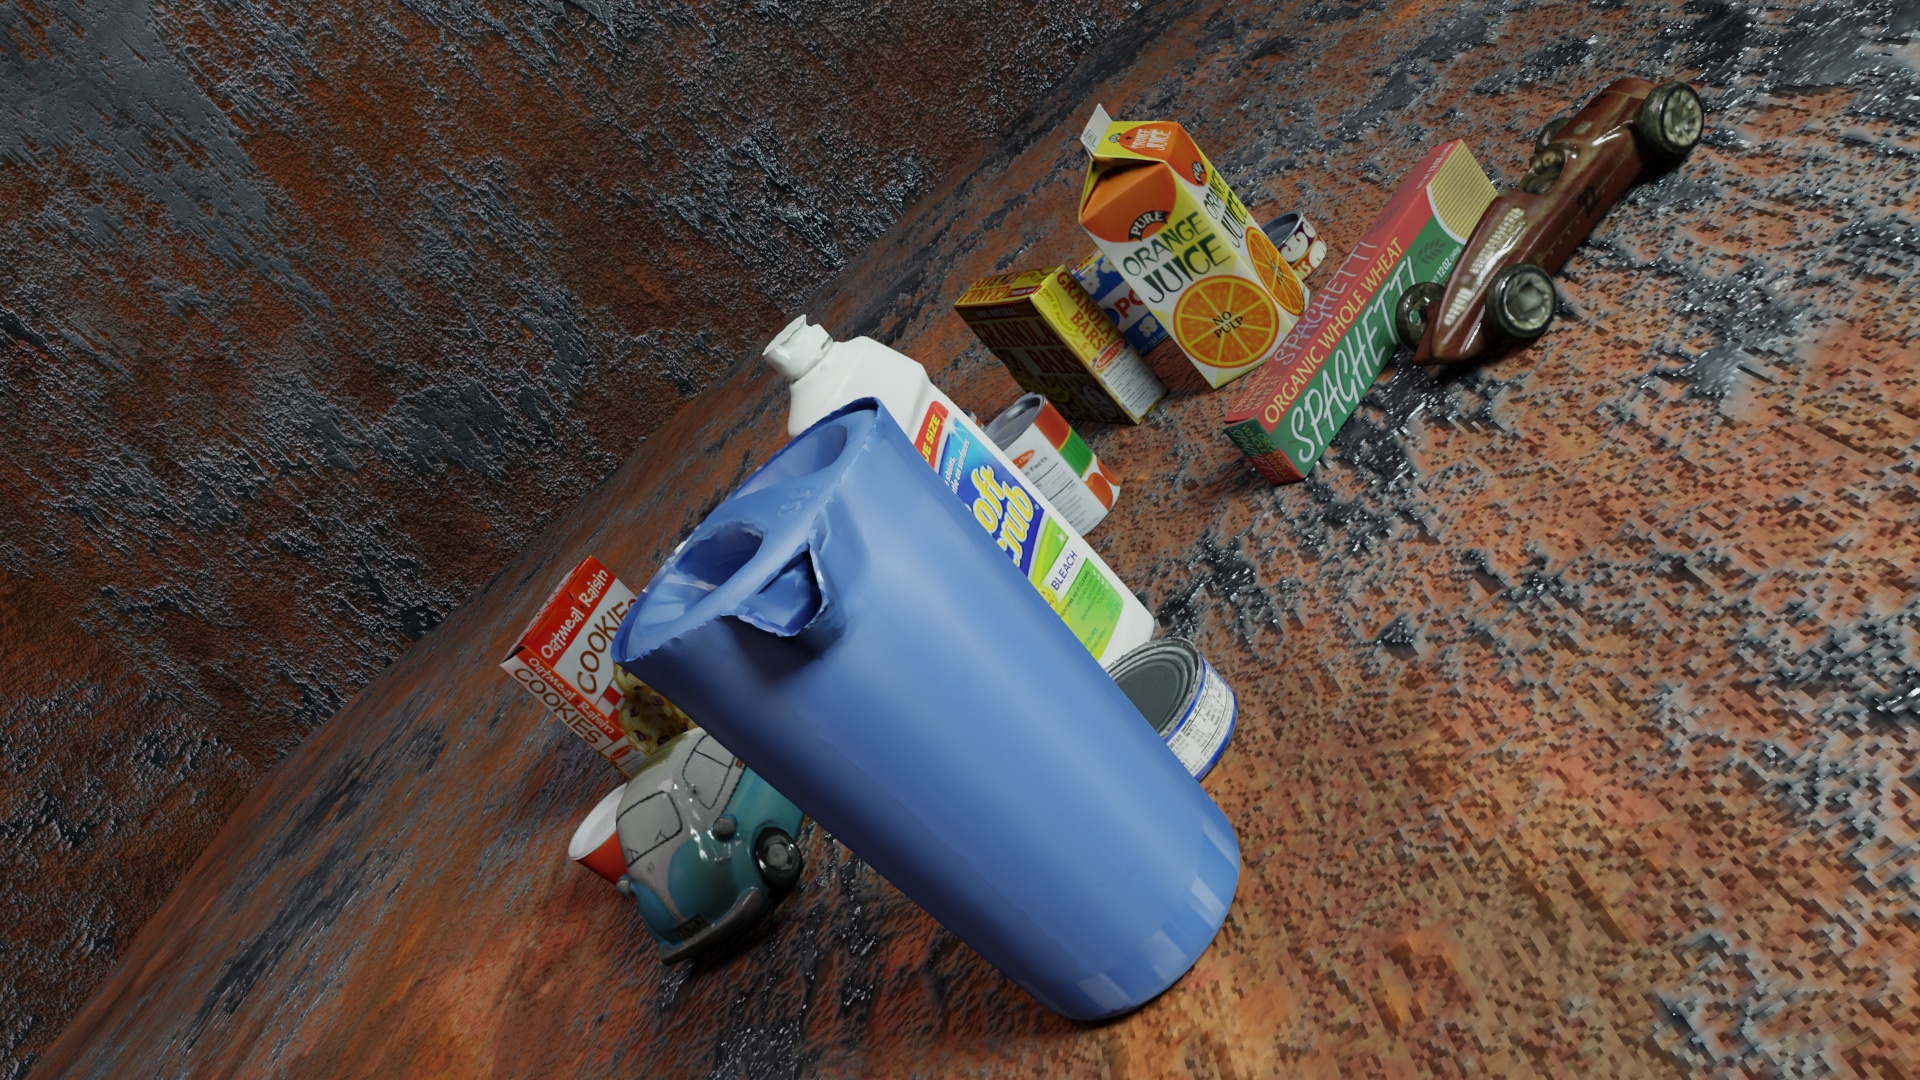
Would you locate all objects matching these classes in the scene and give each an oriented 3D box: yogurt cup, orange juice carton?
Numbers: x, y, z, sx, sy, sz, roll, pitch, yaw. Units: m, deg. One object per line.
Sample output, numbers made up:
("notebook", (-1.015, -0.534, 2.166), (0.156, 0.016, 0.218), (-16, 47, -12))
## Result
("yogurt cup", (-0.239, 0.216, 0.998), (0.072, 0.054, 0.073), (-38, 19, 16))
("orange juice carton", (0.144, -0.201, 0.915), (0.072, 0.192, 0.072), (-31, 22, 33))

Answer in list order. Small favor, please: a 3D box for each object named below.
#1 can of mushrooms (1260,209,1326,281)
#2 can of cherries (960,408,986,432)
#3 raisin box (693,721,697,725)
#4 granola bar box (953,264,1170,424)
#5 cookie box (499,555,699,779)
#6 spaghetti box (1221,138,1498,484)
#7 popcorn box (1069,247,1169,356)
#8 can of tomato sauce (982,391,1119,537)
("can of mushrooms", (0.227, -0.203, 1.000), (0.071, 0.033, 0.071), (-38, 19, 16))
("can of cherries", (-0.001, -0.062, 1.115), (0.071, 0.058, 0.072), (-38, 19, 16))
("raisin box", (-0.177, 0.106, 1.005), (0.040, 0.123, 0.086), (-52, 20, -26))
("granola bar box", (0.071, -0.146, 1.050), (0.039, 0.124, 0.165), (-46, 19, -9))
("cookie box", (-0.274, 0.109, 1.126), (0.040, 0.167, 0.123), (-32, 21, 30))
("spaghetti box", (0.237, -0.136, 0.806), (0.251, 0.050, 0.028), (-51, 20, -22))
("popcorn box", (0.159, -0.214, 1.083), (0.126, 0.085, 0.038), (-38, 19, 14))
("can of tomato sauce", (0.057, -0.047, 0.927), (0.071, 0.083, 0.071), (-38, 19, 16))
